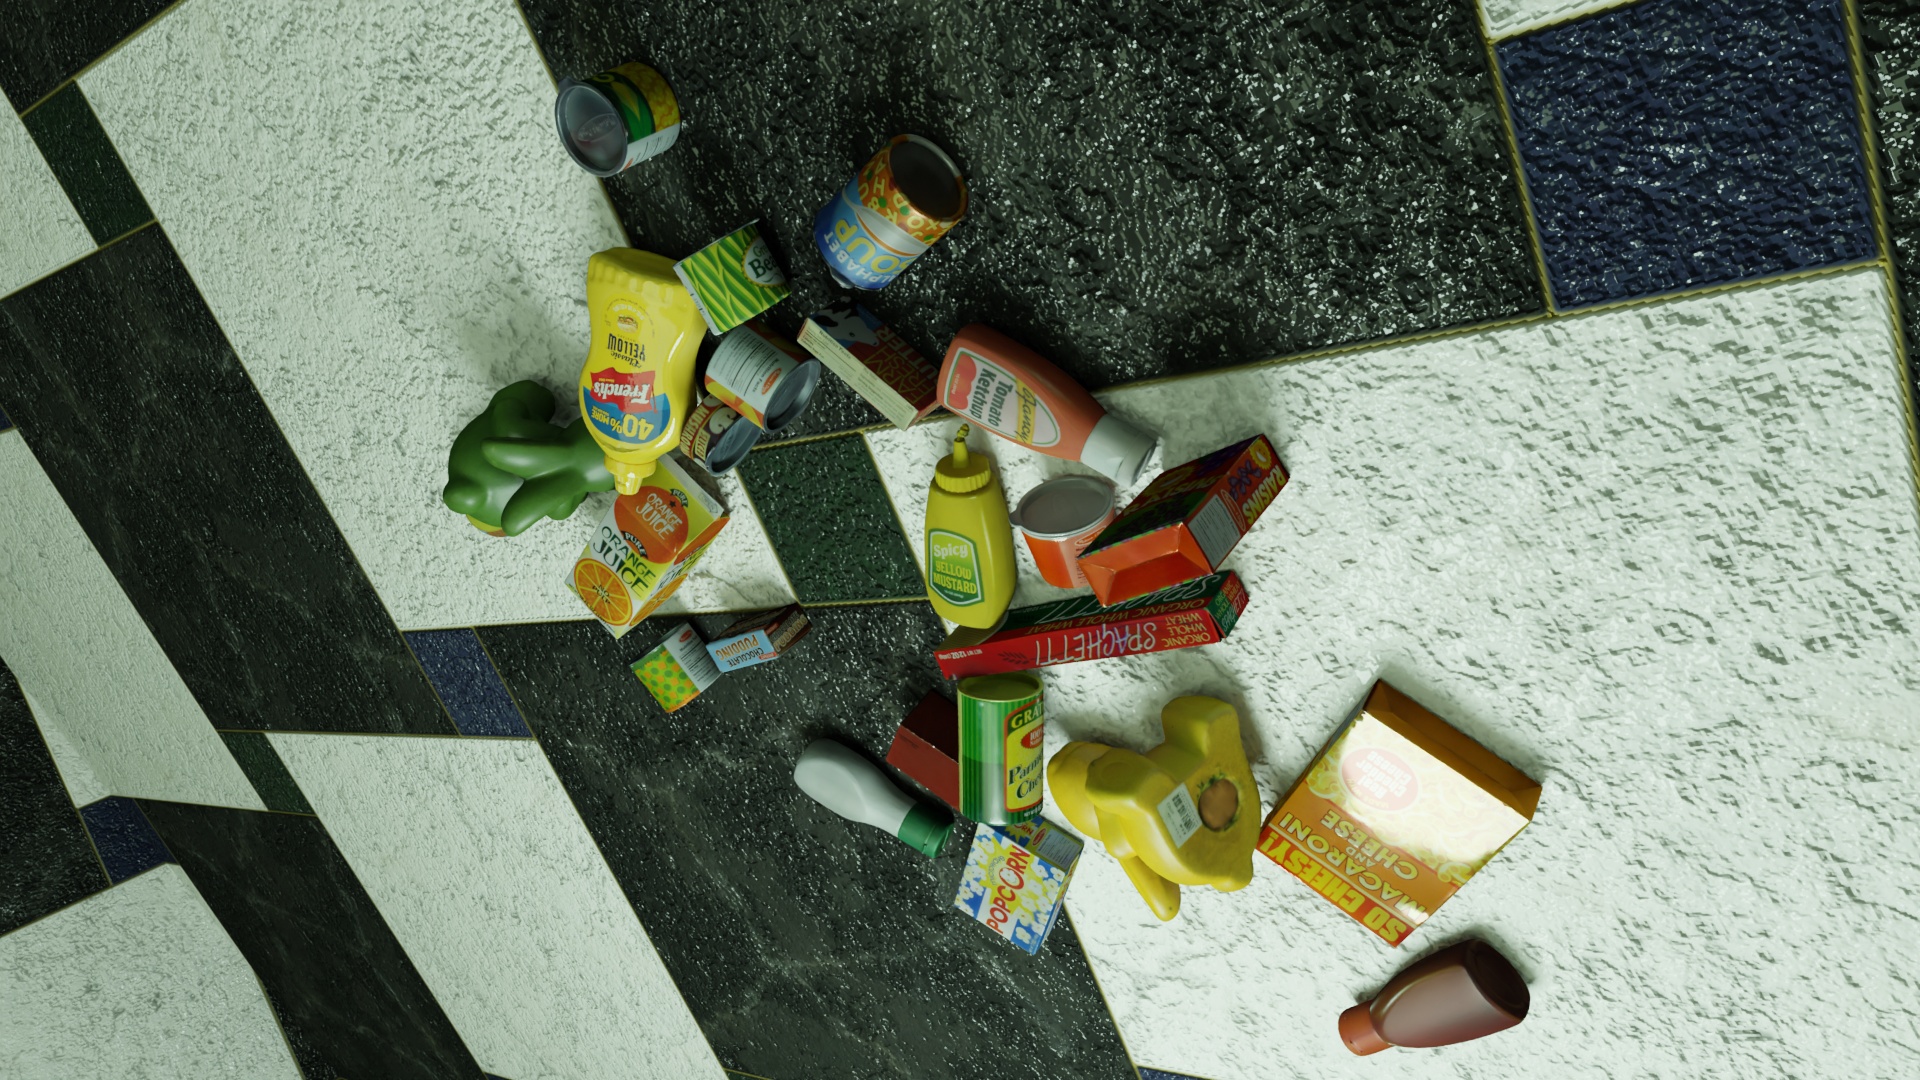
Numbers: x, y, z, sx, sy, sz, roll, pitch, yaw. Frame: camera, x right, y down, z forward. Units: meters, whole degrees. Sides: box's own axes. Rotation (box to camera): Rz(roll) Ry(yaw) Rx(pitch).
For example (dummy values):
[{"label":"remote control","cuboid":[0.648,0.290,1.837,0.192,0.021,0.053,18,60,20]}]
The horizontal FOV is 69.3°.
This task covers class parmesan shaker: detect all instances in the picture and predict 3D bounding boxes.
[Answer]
[{"label":"parmesan shaker","cuboid":[0.033,0.158,1.069,0.071,0.071,0.102,8,107,32]}]

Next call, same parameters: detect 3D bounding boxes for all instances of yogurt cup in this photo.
[{"label":"yogurt cup","cuboid":[0.076,-0.004,0.951,0.072,0.073,0.053,8,132,32]}]

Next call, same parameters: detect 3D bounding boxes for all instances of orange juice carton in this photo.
[{"label":"orange juice carton","cuboid":[-0.264,-0.001,1.192,0.072,0.073,0.191,46,135,2]}]

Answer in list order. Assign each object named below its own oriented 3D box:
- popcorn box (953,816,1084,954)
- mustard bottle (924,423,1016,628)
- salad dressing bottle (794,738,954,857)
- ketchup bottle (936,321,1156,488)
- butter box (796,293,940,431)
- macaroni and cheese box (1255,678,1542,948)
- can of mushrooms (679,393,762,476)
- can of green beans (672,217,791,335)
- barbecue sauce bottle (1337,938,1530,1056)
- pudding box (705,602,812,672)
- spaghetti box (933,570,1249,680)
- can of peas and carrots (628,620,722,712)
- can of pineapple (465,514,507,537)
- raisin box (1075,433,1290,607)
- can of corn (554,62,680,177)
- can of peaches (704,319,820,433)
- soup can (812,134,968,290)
[{"label":"popcorn box","cuboid":[0.048,0.287,1.189,0.085,0.038,0.126,29,132,17]},{"label":"mustard bottle","cuboid":[0.004,-0.013,1.006,0.065,0.049,0.159,13,126,27]},{"label":"salad dressing bottle","cuboid":[-0.077,0.231,1.239,0.148,0.044,0.064,28,130,16]},{"label":"ketchup bottle","cuboid":[0.057,-0.086,0.921,0.149,0.044,0.064,30,133,15]},{"label":"butter box","cuboid":[-0.059,-0.125,0.972,0.103,0.053,0.024,40,132,5]},{"label":"macaroni and cheese box","cuboid":[0.291,0.188,0.943,0.124,0.040,0.165,35,134,12]},{"label":"can of mushrooms","cuboid":[-0.186,-0.085,1.079,0.033,0.071,0.070,38,135,10]},{"label":"can of green beans","cuboid":[-0.163,-0.188,0.994,0.071,0.071,0.057,-16,110,42]},{"label":"barbecue sauce bottle","cuboid":[0.338,0.341,1.012,0.065,0.044,0.147,45,136,2]},{"label":"pudding box","cuboid":[-0.175,0.085,1.204,0.083,0.050,0.030,-17,107,42]},{"label":"spaghetti box","cuboid":[0.088,0.063,0.997,0.249,0.050,0.028,-13,112,41]},{"label":"can of peas and carrots","cuboid":[-0.262,0.117,1.277,0.070,0.071,0.058,-29,101,44]},{"label":"can of pineapple","cuboid":[-0.416,-0.041,1.280,0.071,0.071,0.057,52,135,-6]},{"label":"raisin box","cuboid":[0.139,-0.013,0.855,0.086,0.124,0.040,-23,103,43]},{"label":"can of corn","cuboid":[-0.242,-0.300,0.979,0.071,0.058,0.070,19,129,25]},{"label":"can of peaches","cuboid":[-0.146,-0.121,1.030,0.058,0.071,0.070,35,134,11]},{"label":"soup can","cuboid":[-0.045,-0.208,0.891,0.071,0.072,0.083,52,135,-6]}]
